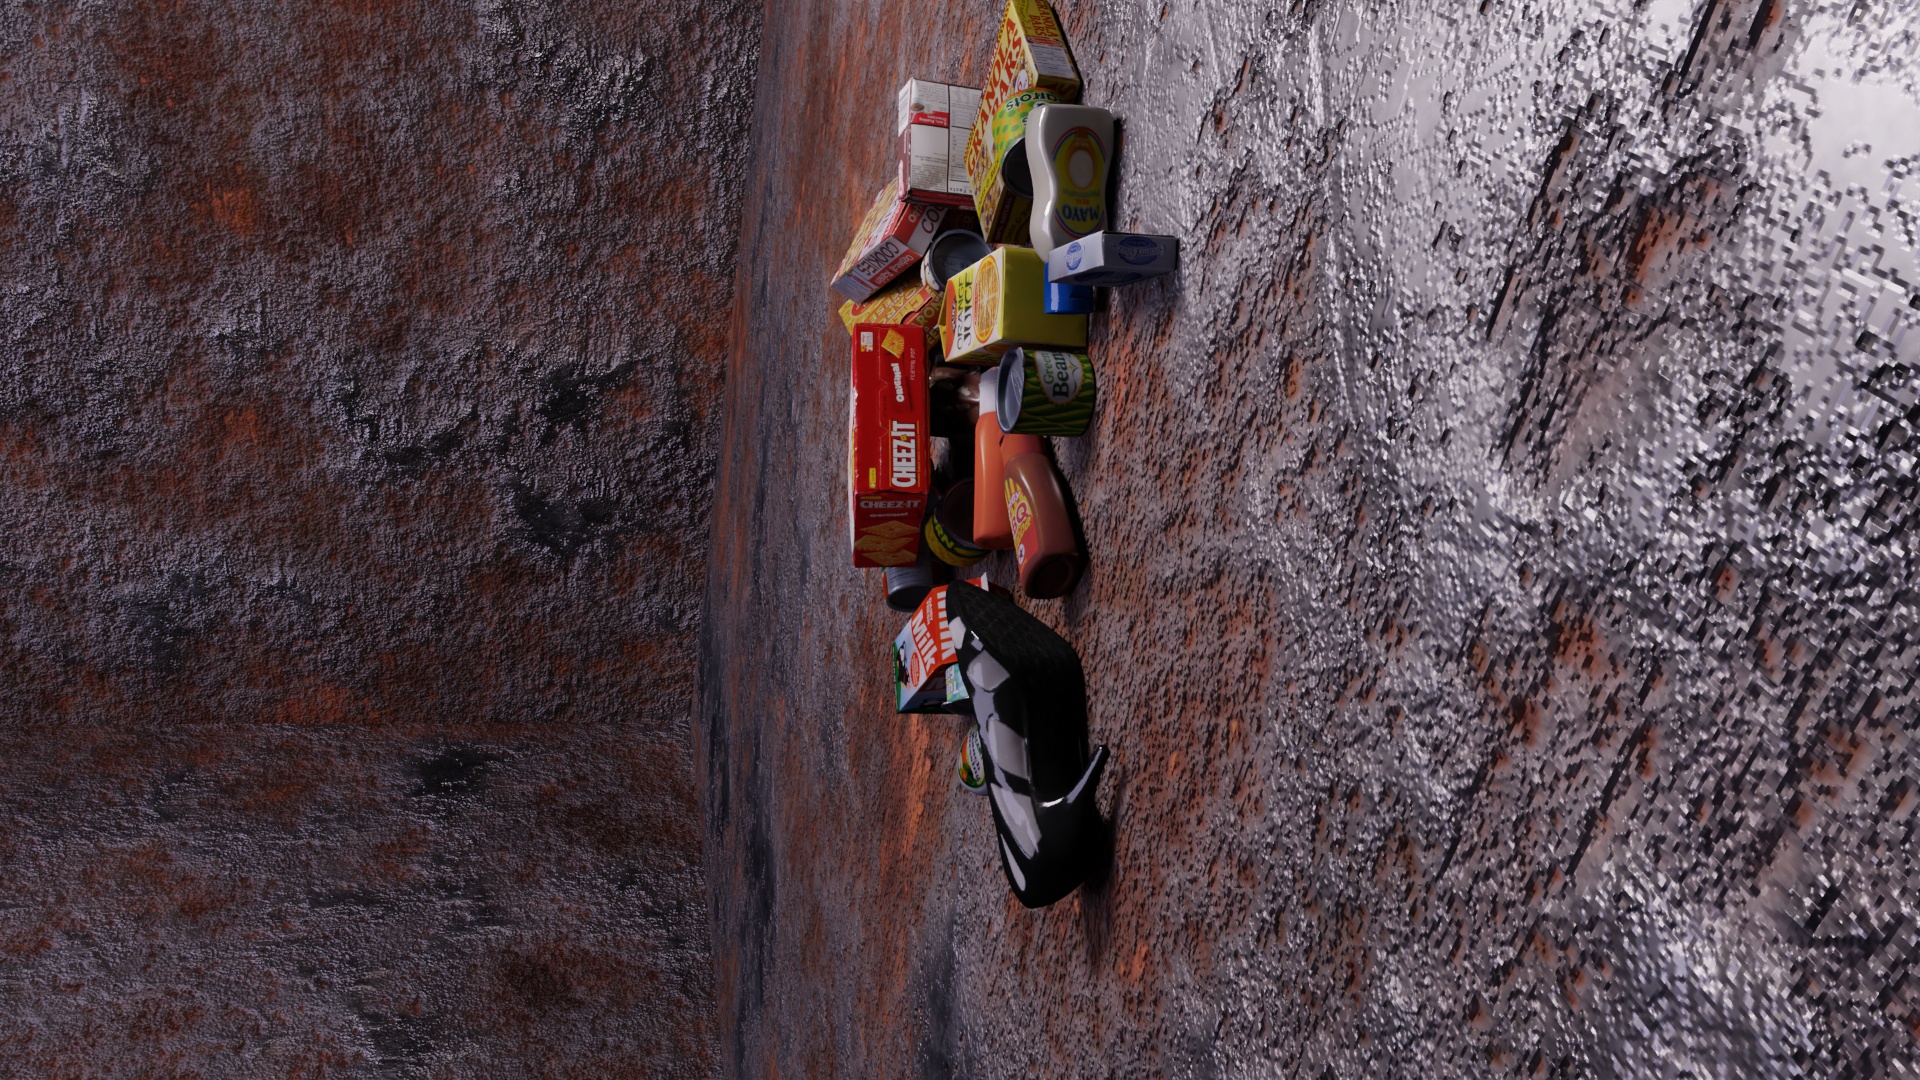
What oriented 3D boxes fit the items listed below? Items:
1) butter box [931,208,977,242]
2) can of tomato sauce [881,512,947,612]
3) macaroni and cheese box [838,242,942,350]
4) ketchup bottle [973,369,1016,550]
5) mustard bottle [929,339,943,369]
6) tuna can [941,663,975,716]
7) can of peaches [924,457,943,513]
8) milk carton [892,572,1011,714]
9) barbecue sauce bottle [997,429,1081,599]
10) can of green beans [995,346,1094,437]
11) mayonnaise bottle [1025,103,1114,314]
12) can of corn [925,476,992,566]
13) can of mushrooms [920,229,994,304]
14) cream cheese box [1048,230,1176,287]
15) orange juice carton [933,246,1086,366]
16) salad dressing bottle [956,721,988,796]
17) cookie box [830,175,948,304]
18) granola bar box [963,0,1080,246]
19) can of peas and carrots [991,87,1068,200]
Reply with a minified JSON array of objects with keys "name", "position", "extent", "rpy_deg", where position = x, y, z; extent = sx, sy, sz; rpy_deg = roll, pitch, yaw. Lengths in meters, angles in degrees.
[{"name":"butter box","position":[-0.009,-0.317,1.392],"extent":[0.104,0.024,0.053],"rpy_deg":[-118,33,-60]},{"name":"can of tomato sauce","position":[-0.048,0.023,1.406],"extent":[0.070,0.071,0.083],"rpy_deg":[118,149,-56]},{"name":"macaroni and cheese box","position":[-0.057,-0.237,1.401],"extent":[0.123,0.040,0.167],"rpy_deg":[-44,29,9]},{"name":"ketchup bottle","position":[0.033,-0.069,1.173],"extent":[0.064,0.043,0.149],"rpy_deg":[72,-162,-78]},{"name":"mustard bottle","position":[-0.048,-0.210,1.466],"extent":[0.161,0.049,0.065],"rpy_deg":[-121,35,-61]},{"name":"tuna can","position":[0.018,0.123,1.158],"extent":[0.070,0.071,0.033],"rpy_deg":[127,143,-62]},{"name":"can of peaches","position":[-0.056,-0.053,1.434],"extent":[0.058,0.071,0.070],"rpy_deg":[-108,26,-47]},{"name":"milk carton","position":[-0.002,0.094,1.227],"extent":[0.189,0.073,0.072],"rpy_deg":[125,144,-61]},{"name":"barbecue sauce bottle","position":[0.059,-0.030,1.088],"extent":[0.064,0.044,0.149],"rpy_deg":[109,157,-49]},{"name":"can of green beans","position":[0.064,-0.112,1.057],"extent":[0.071,0.058,0.071],"rpy_deg":[-176,89,-74]},{"name":"mayonnaise bottle","position":[0.080,-0.241,1.018],"extent":[0.041,0.065,0.148],"rpy_deg":[-168,76,-65]},{"name":"can of corn","position":[0.004,-0.015,1.223],"extent":[0.058,0.071,0.071],"rpy_deg":[130,139,-66]},{"name":"can of mushrooms","position":[-0.002,-0.248,1.282],"extent":[0.033,0.071,0.071],"rpy_deg":[141,129,-69]},{"name":"cream cheese box","position":[0.102,-0.191,0.946],"extent":[0.104,0.053,0.024],"rpy_deg":[-167,78,-73]},{"name":"orange juice carton","position":[0.037,-0.184,1.134],"extent":[0.192,0.072,0.073],"rpy_deg":[180,92,-73]},{"name":"salad dressing bottle","position":[0.037,0.163,1.137],"extent":[0.147,0.044,0.064],"rpy_deg":[118,148,-55]},{"name":"cookie box","position":[-0.060,-0.314,1.372],"extent":[0.167,0.040,0.123],"rpy_deg":[-15,46,63]},{"name":"granola bar box","position":[0.049,-0.353,1.174],"extent":[0.164,0.039,0.125],"rpy_deg":[110,155,-47]},{"name":"can of peas and carrots","position":[0.060,-0.310,1.079],"extent":[0.070,0.071,0.059],"rpy_deg":[111,156,-48]}]
